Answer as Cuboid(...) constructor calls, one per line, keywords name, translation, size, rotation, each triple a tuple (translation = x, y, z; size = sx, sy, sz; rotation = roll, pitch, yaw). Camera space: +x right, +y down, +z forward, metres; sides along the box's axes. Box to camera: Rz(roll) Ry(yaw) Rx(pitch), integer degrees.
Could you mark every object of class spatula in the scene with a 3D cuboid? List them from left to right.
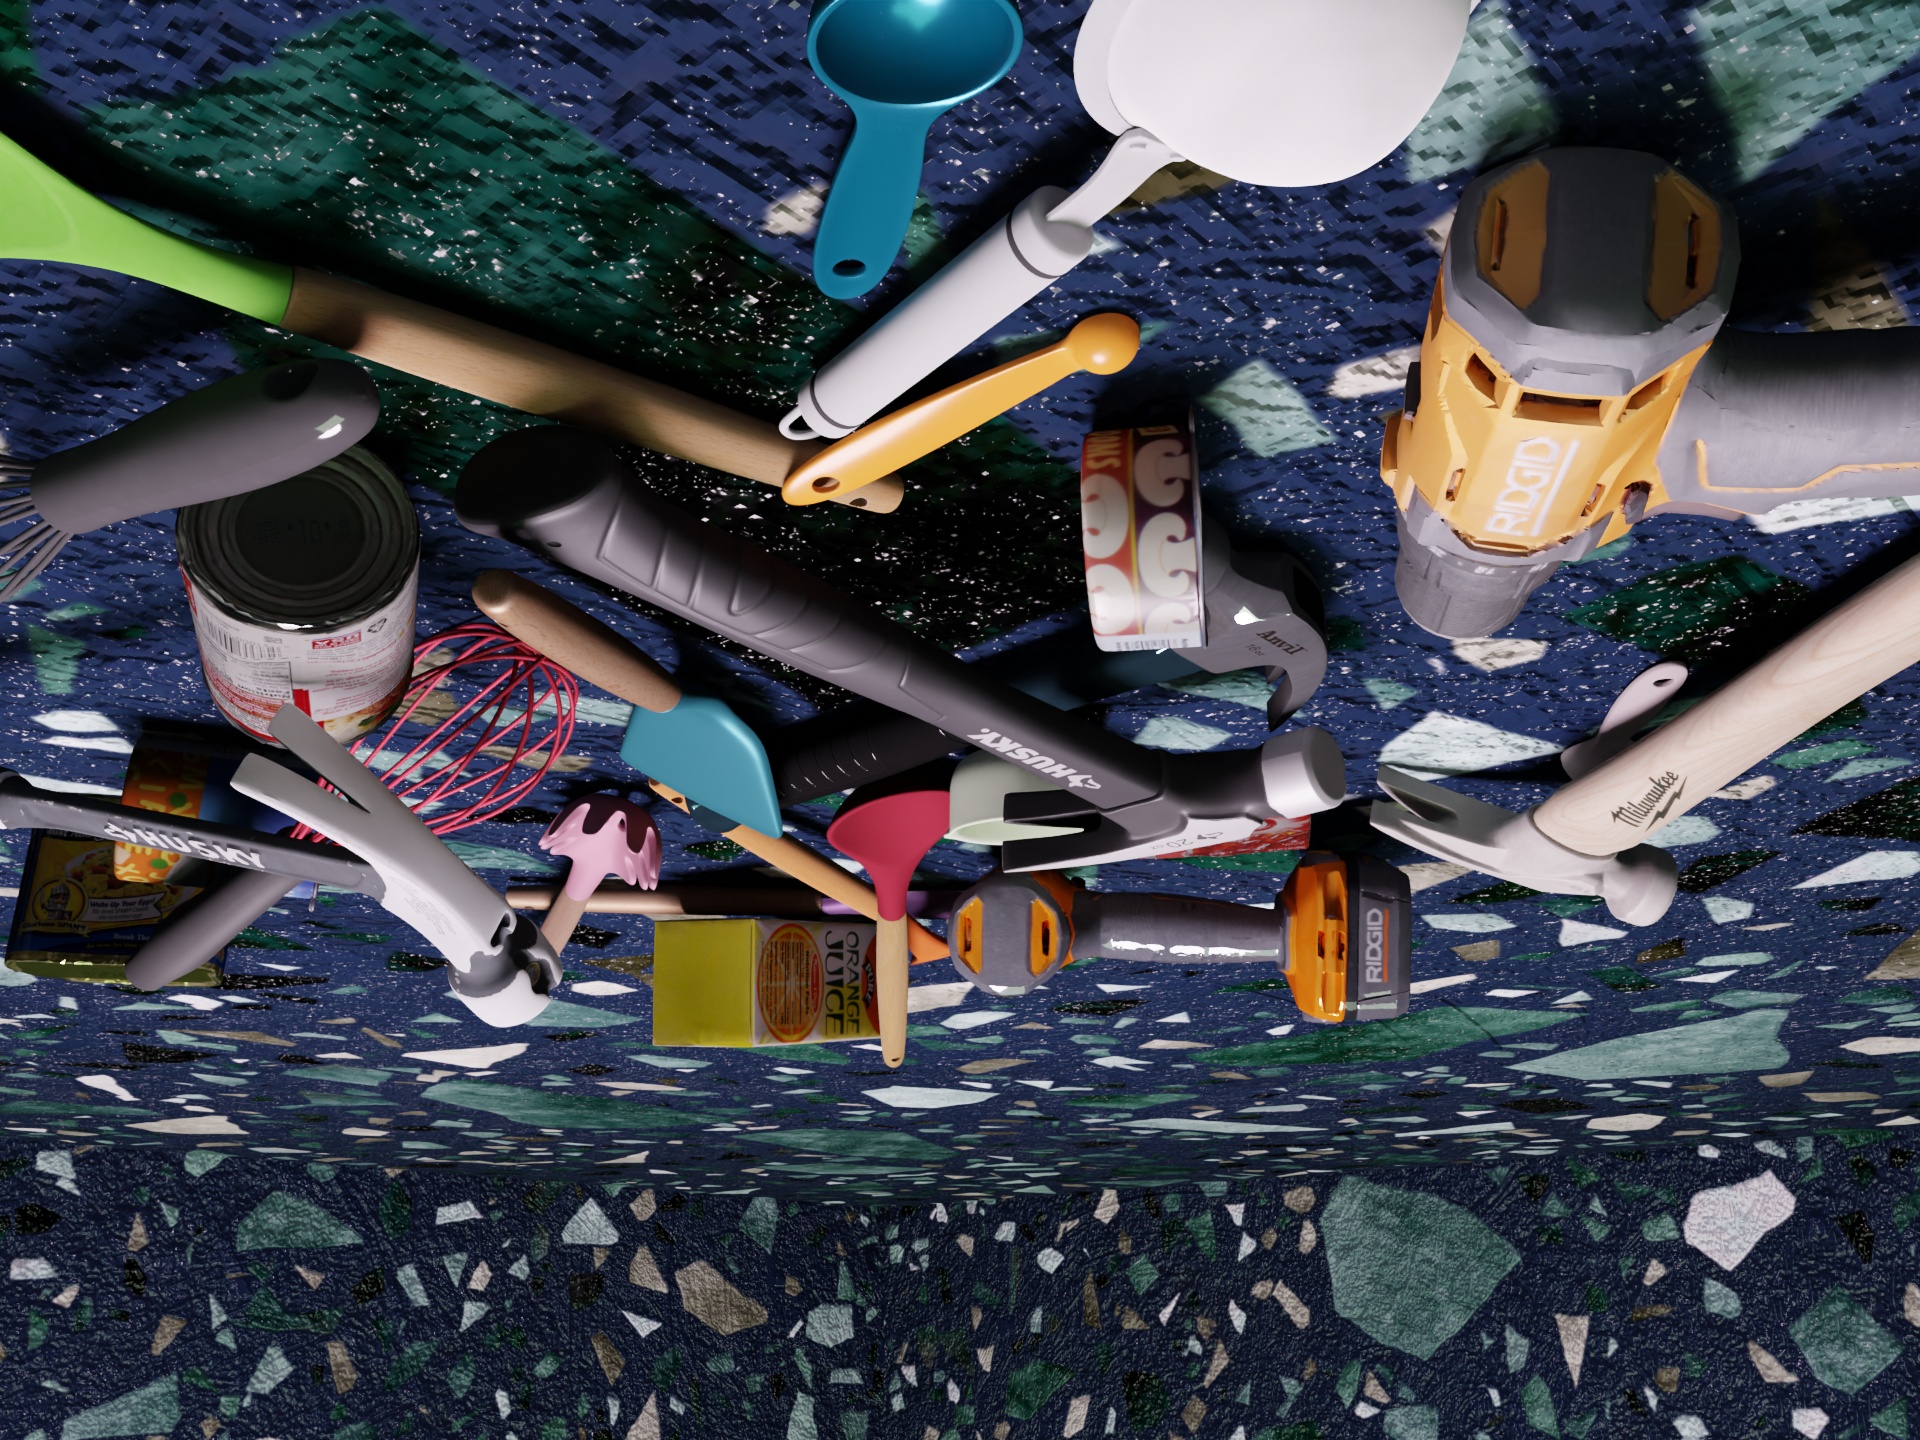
Cuboid(name="spatula", translation=(-0.115, -0.003, 0.562), size=(0.082, 0.044, 0.317), rotation=(27, 174, 6))
Cuboid(name="spatula", translation=(-0.109, 0.109, 0.951), size=(0.316, 0.018, 0.059), rotation=(2, 156, -8))
Cuboid(name="spatula", translation=(-0.058, 0.086, 0.868), size=(0.081, 0.041, 0.322), rotation=(-22, 144, 24))

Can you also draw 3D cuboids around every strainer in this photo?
Cuboid(name="strainer", translation=(0.027, -0.112, 0.359), size=(0.086, 0.050, 0.258), rotation=(-3, 167, -37))

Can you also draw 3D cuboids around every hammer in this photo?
Cuboid(name="hammer", translation=(-0.349, 0.031, 0.596), size=(0.409, 0.036, 0.149), rotation=(7, 145, 22))
Cuboid(name="hammer", translation=(-0.017, -0.012, 0.536), size=(0.146, 0.035, 0.334), rotation=(-18, 150, 38))
Cuboid(name="hammer", translation=(-0.001, -0.002, 0.648), size=(0.331, 0.033, 0.128), rotation=(-19, 151, 40))
Cuboid(name="hammer", translation=(0.304, -0.019, 0.581), size=(0.146, 0.038, 0.410), rotation=(19, 153, -5))

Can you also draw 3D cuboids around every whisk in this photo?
Cuboid(name="whisk", translation=(-0.244, -0.065, 0.442), size=(0.239, 0.055, 0.055), rotation=(-8, 158, 30))
Cuboid(name="whisk", translation=(-0.255, 0.044, 0.642), size=(0.296, 0.073, 0.073), rotation=(-32, 145, 28))

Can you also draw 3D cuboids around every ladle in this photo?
Cuboid(name="ladle", translation=(-0.035, 0.116, 0.858), size=(0.069, 0.031, 0.315), rotation=(-9, 144, -9))

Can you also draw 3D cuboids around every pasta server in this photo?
Cuboid(name="pasta server", translation=(-0.221, 0.110, 0.888), size=(0.060, 0.040, 0.316), rotation=(24, 147, -13))

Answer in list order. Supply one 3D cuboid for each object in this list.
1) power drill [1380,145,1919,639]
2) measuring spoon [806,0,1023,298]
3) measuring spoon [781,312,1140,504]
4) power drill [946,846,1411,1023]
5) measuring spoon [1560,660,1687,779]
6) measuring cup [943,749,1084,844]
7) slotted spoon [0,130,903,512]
Cuboid(name="power drill", translation=(0.225, -0.060, 0.413), size=(0.226, 0.084, 0.185), rotation=(8, 160, 10))
Cuboid(name="measuring spoon", translation=(-0.018, -0.130, 0.349), size=(0.042, 0.021, 0.128), rotation=(-2, 169, -13))
Cuboid(name="measuring spoon", translation=(-0.002, -0.083, 0.445), size=(0.117, 0.011, 0.021), rotation=(-22, 151, 24))
Cuboid(name="power drill", translation=(0.115, 0.108, 0.851), size=(0.226, 0.084, 0.164), rotation=(1, 179, 7))
Cuboid(name="measuring spoon", translation=(0.289, 0.005, 0.685), size=(0.034, 0.018, 0.124), rotation=(-2, 158, 5))
Cuboid(name="measuring cup", translation=(0.042, 0.041, 0.763), size=(0.083, 0.038, 0.167), rotation=(-5, 168, 11))
Cuboid(name="slotted spoon", translation=(-0.147, -0.099, 0.407), size=(0.313, 0.031, 0.070), rotation=(13, 156, -34))
